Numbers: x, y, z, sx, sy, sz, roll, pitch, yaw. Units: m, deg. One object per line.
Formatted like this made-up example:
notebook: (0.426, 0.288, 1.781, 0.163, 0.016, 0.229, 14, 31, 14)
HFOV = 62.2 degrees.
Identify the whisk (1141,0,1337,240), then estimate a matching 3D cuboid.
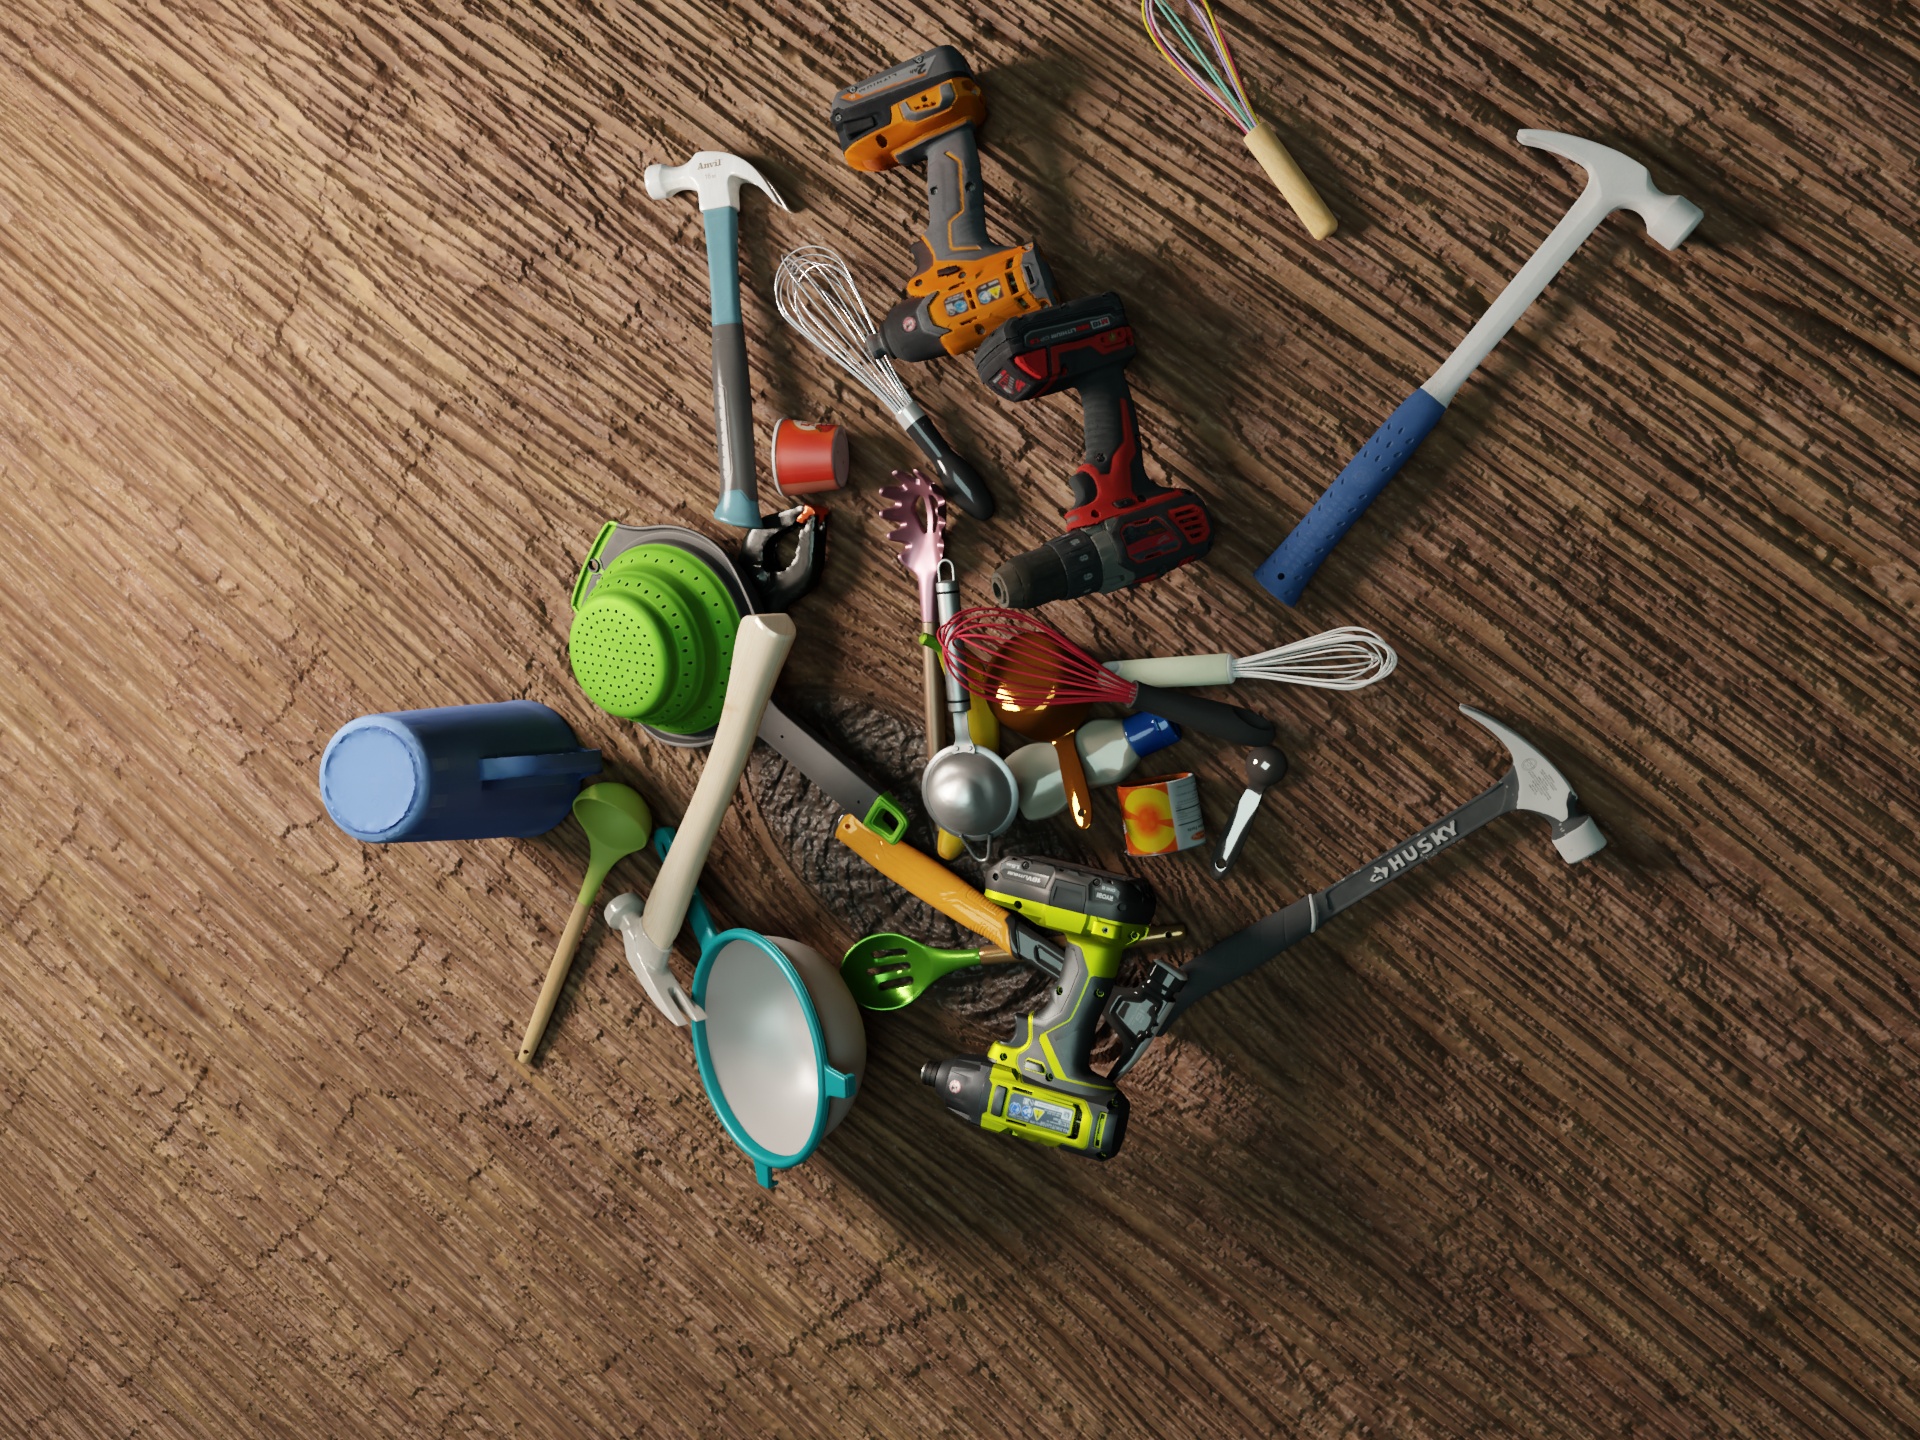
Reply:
whisk: (0.219, -0.479, 1.238, 0.047, 0.051, 0.245, -35, 88, 14)

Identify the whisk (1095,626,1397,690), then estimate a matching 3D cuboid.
whisk: (0.228, -0.043, 1.290, 0.246, 0.059, 0.058, -3, 52, 23)

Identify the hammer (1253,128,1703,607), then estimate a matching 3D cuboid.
hammer: (0.365, -0.260, 1.219, 0.144, 0.035, 0.405, 41, 107, 9)

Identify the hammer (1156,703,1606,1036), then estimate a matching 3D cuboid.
hammer: (0.299, 0.142, 1.292, 0.409, 0.036, 0.149, -35, 84, 19)

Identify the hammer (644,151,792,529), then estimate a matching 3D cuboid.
hammer: (-0.203, -0.330, 1.388, 0.128, 0.033, 0.331, -4, 89, 18)

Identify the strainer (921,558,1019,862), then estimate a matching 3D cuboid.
strainer: (-0.002, -0.004, 1.312, 0.087, 0.050, 0.258, -3, 97, 21)

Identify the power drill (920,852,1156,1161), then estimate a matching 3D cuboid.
power drill: (0.065, 0.226, 1.290, 0.171, 0.080, 0.223, 12, 90, 20)

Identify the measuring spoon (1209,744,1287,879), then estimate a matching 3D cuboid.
measuring spoon: (0.234, 0.078, 1.314, 0.034, 0.018, 0.124, 25, 105, 14)

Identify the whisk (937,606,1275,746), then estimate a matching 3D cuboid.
whisk: (0.119, -0.026, 1.264, 0.295, 0.073, 0.073, 16, 103, -15)

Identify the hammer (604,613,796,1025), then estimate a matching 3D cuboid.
hammer: (-0.211, 0.083, 1.350, 0.146, 0.038, 0.410, 50, 131, 30)

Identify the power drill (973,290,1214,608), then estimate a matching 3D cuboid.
power drill: (0.084, -0.205, 1.259, 0.188, 0.080, 0.227, -20, 90, -18)

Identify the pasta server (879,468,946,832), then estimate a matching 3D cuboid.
pasta server: (-0.029, -0.058, 1.376, 0.060, 0.040, 0.316, 2, 99, 33)

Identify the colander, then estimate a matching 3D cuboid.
colander: (-0.214, -0.015, 1.386, 0.397, 0.094, 0.204, 39, 120, 14)

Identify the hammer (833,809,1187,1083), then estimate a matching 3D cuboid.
hammer: (0.023, 0.180, 1.367, 0.337, 0.034, 0.127, 33, 95, 20)

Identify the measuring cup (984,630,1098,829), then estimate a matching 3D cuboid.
measuring cup: (0.072, 0.006, 1.306, 0.095, 0.052, 0.174, -26, 61, 24)

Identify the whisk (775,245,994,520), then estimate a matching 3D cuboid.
whisk: (-0.062, -0.284, 1.350, 0.070, 0.070, 0.284, -38, 89, 19)

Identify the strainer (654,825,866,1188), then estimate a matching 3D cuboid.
strainer: (-0.176, 0.232, 1.440, 0.341, 0.095, 0.211, 60, 136, 26)

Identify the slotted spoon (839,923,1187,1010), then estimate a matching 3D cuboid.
slotted spoon: (0.044, 0.205, 1.390, 0.314, 0.031, 0.070, -10, 91, 18)

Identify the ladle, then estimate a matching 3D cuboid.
ladle: (-0.371, 0.199, 1.515, 0.078, 0.062, 0.320, 25, 107, 4)

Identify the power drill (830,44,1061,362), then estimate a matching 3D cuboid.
power drill: (-0.028, -0.409, 1.297, 0.164, 0.084, 0.226, -19, 88, 14)
